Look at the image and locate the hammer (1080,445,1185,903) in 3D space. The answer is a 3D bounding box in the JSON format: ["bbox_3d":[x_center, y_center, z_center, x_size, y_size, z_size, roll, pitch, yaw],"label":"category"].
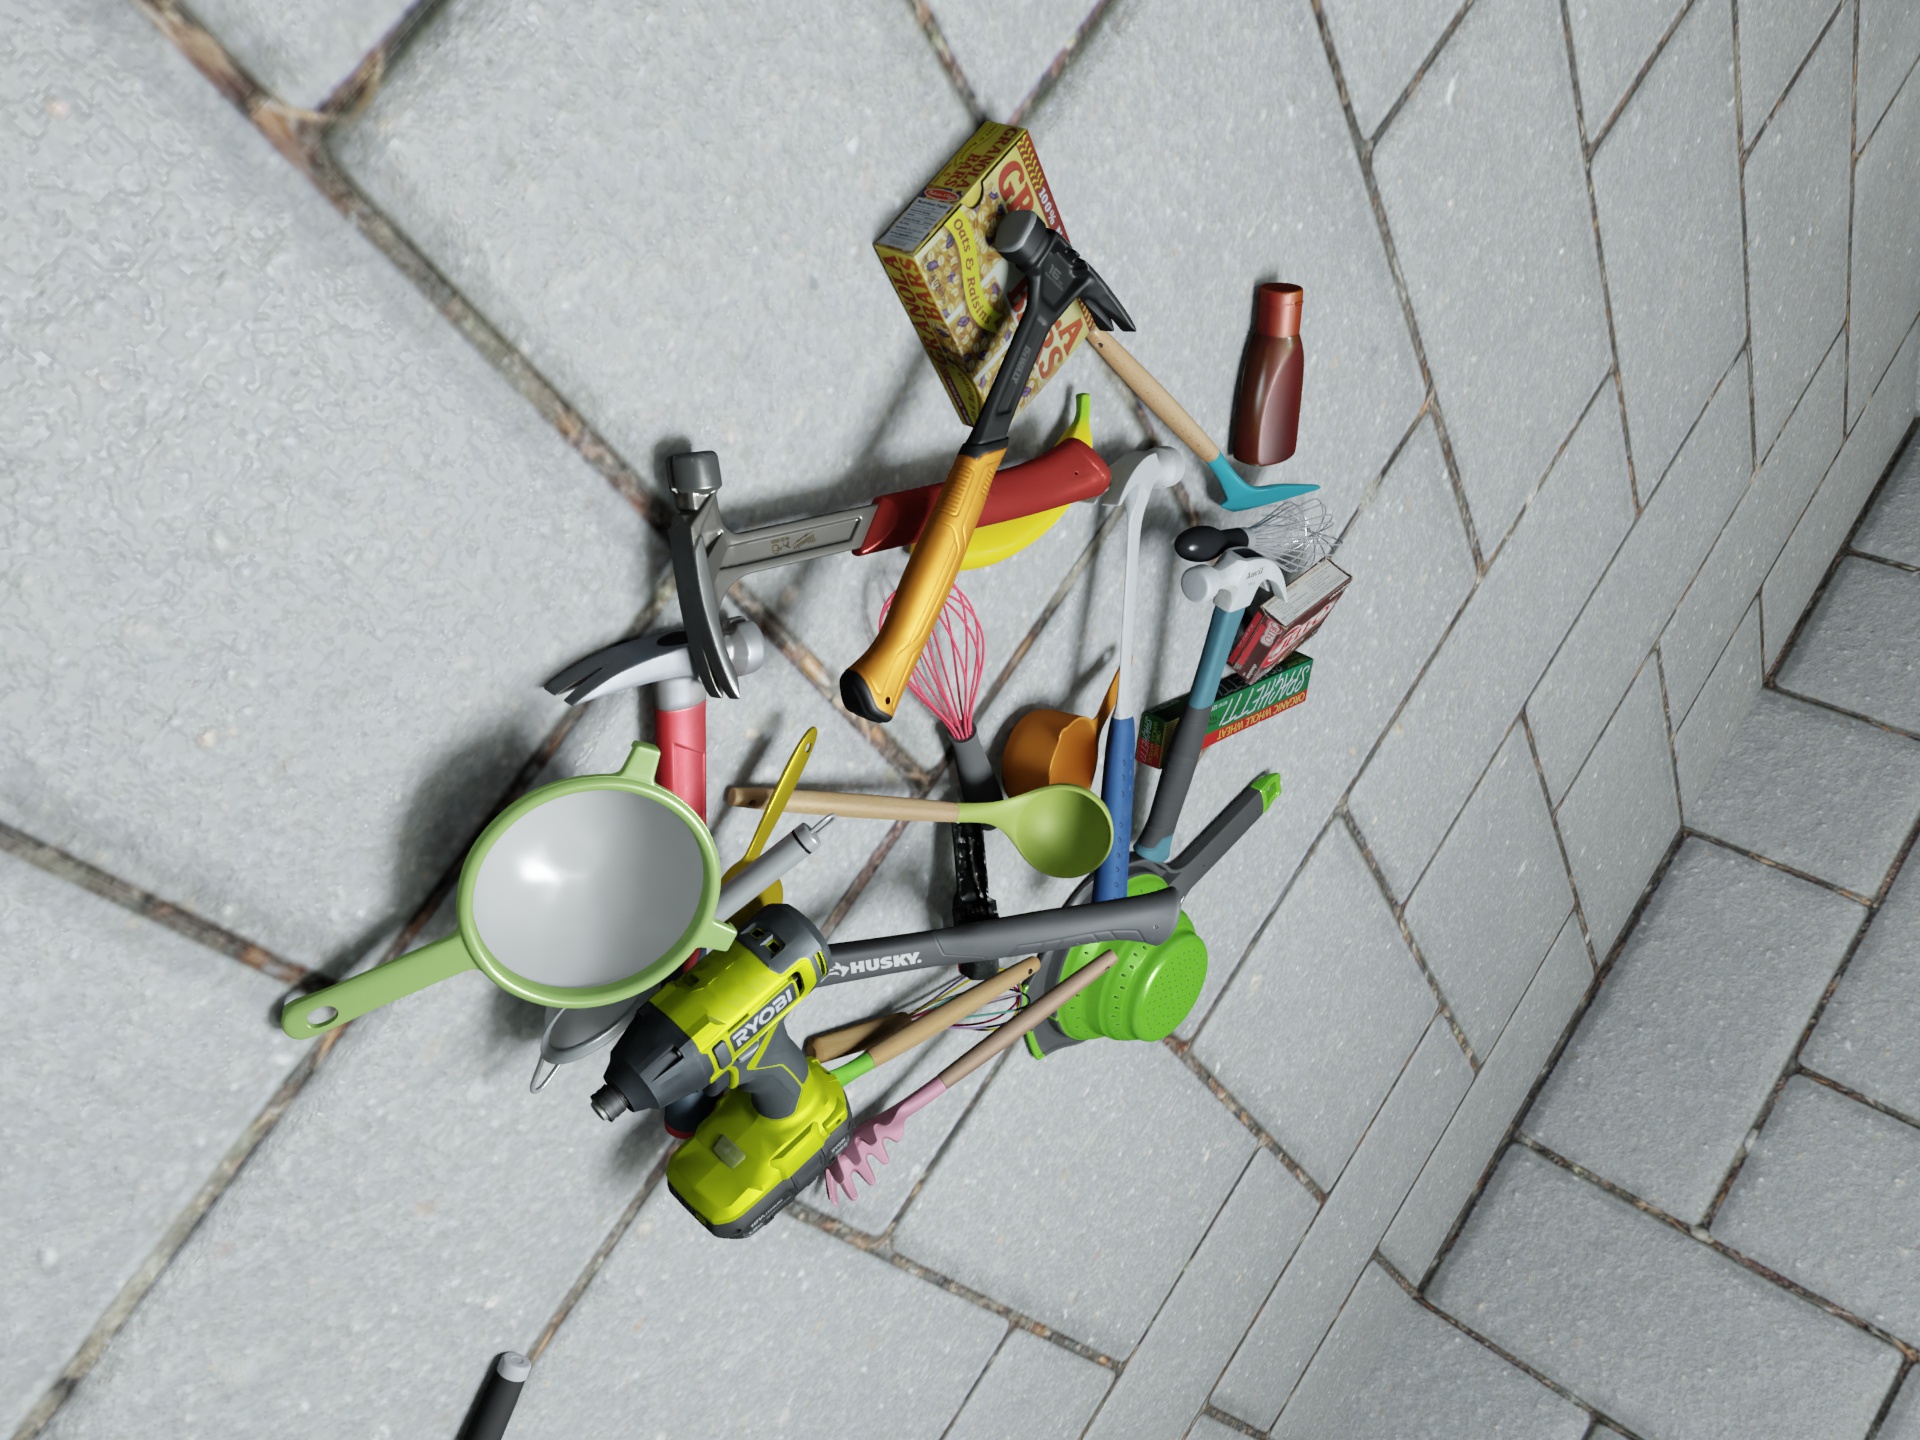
[{"bbox_3d":[0.129,-0.013,1.292,0.144,0.035,0.405,-26,122,-58],"label":"hammer"}]

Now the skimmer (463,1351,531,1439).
[{"bbox_3d":[-0.372,0.620,1.087,0.127,0.090,0.363,23,90,-22],"label":"skimmer"}]

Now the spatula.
[{"bbox_3d":[0.190,-0.238,1.296,0.317,0.082,0.044,33,54,-45],"label":"spatula"}]

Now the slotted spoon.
[{"bbox_3d":[-0.053,0.260,1.263,0.314,0.031,0.070,-25,121,-34],"label":"slotted spoon"}]

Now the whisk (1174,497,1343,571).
[{"bbox_3d":[0.259,-0.160,1.389,0.284,0.070,0.070,-12,120,-54],"label":"whisk"}]

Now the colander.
[{"bbox_3d":[0.222,0.189,1.544,0.397,0.095,0.204,-41,137,-28],"label":"colander"}]

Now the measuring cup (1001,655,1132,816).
[{"bbox_3d":[0.089,0.003,1.321,0.174,0.052,0.095,-59,147,-31],"label":"measuring cup"}]

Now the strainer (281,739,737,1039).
[{"bbox_3d":[-0.269,0.110,0.928,0.256,0.069,0.151,-24,120,-11],"label":"strainer"}]

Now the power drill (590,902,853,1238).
[{"bbox_3d":[-0.152,0.242,1.052,0.171,0.080,0.223,-40,145,-27],"label":"power drill"}]

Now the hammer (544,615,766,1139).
[{"bbox_3d":[-0.197,0.125,1.053,0.143,0.038,0.386,-21,126,-41],"label":"hammer"}]

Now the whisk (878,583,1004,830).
[{"bbox_3d":[-0.002,-0.004,1.199,0.073,0.073,0.295,-46,146,-22],"label":"whisk"}]

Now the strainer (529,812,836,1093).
[{"bbox_3d":[-0.180,0.138,1.005,0.258,0.050,0.086,-38,157,2],"label":"strainer"}]

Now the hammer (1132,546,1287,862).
[{"bbox_3d":[0.205,-0.005,1.393,0.128,0.033,0.330,-22,137,-39],"label":"hammer"}]

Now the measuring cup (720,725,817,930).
[{"bbox_3d":[-0.121,0.079,1.064,0.156,0.029,0.062,-66,157,-7],"label":"measuring cup"}]

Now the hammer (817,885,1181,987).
[{"bbox_3d":[-0.003,0.159,1.158,0.334,0.035,0.146,-8,118,-8],"label":"hammer"}]

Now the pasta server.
[{"bbox_3d":[0.011,0.296,1.345,0.316,0.040,0.060,-35,149,-12],"label":"pasta server"}]

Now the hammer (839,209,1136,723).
[{"bbox_3d":[0.010,-0.152,1.034,0.127,0.034,0.337,31,79,-45],"label":"hammer"}]

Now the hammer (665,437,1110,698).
[{"bbox_3d":[-0.031,-0.126,1.057,0.359,0.037,0.149,-19,106,-40],"label":"hammer"}]

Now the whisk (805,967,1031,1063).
[{"bbox_3d":[-0.029,0.252,1.325,0.245,0.051,0.047,-7,121,-45],"label":"whisk"}]

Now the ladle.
[{"bbox_3d":[-0.021,0.072,1.163,0.320,0.062,0.078,6,117,-35],"label":"ladle"}]
